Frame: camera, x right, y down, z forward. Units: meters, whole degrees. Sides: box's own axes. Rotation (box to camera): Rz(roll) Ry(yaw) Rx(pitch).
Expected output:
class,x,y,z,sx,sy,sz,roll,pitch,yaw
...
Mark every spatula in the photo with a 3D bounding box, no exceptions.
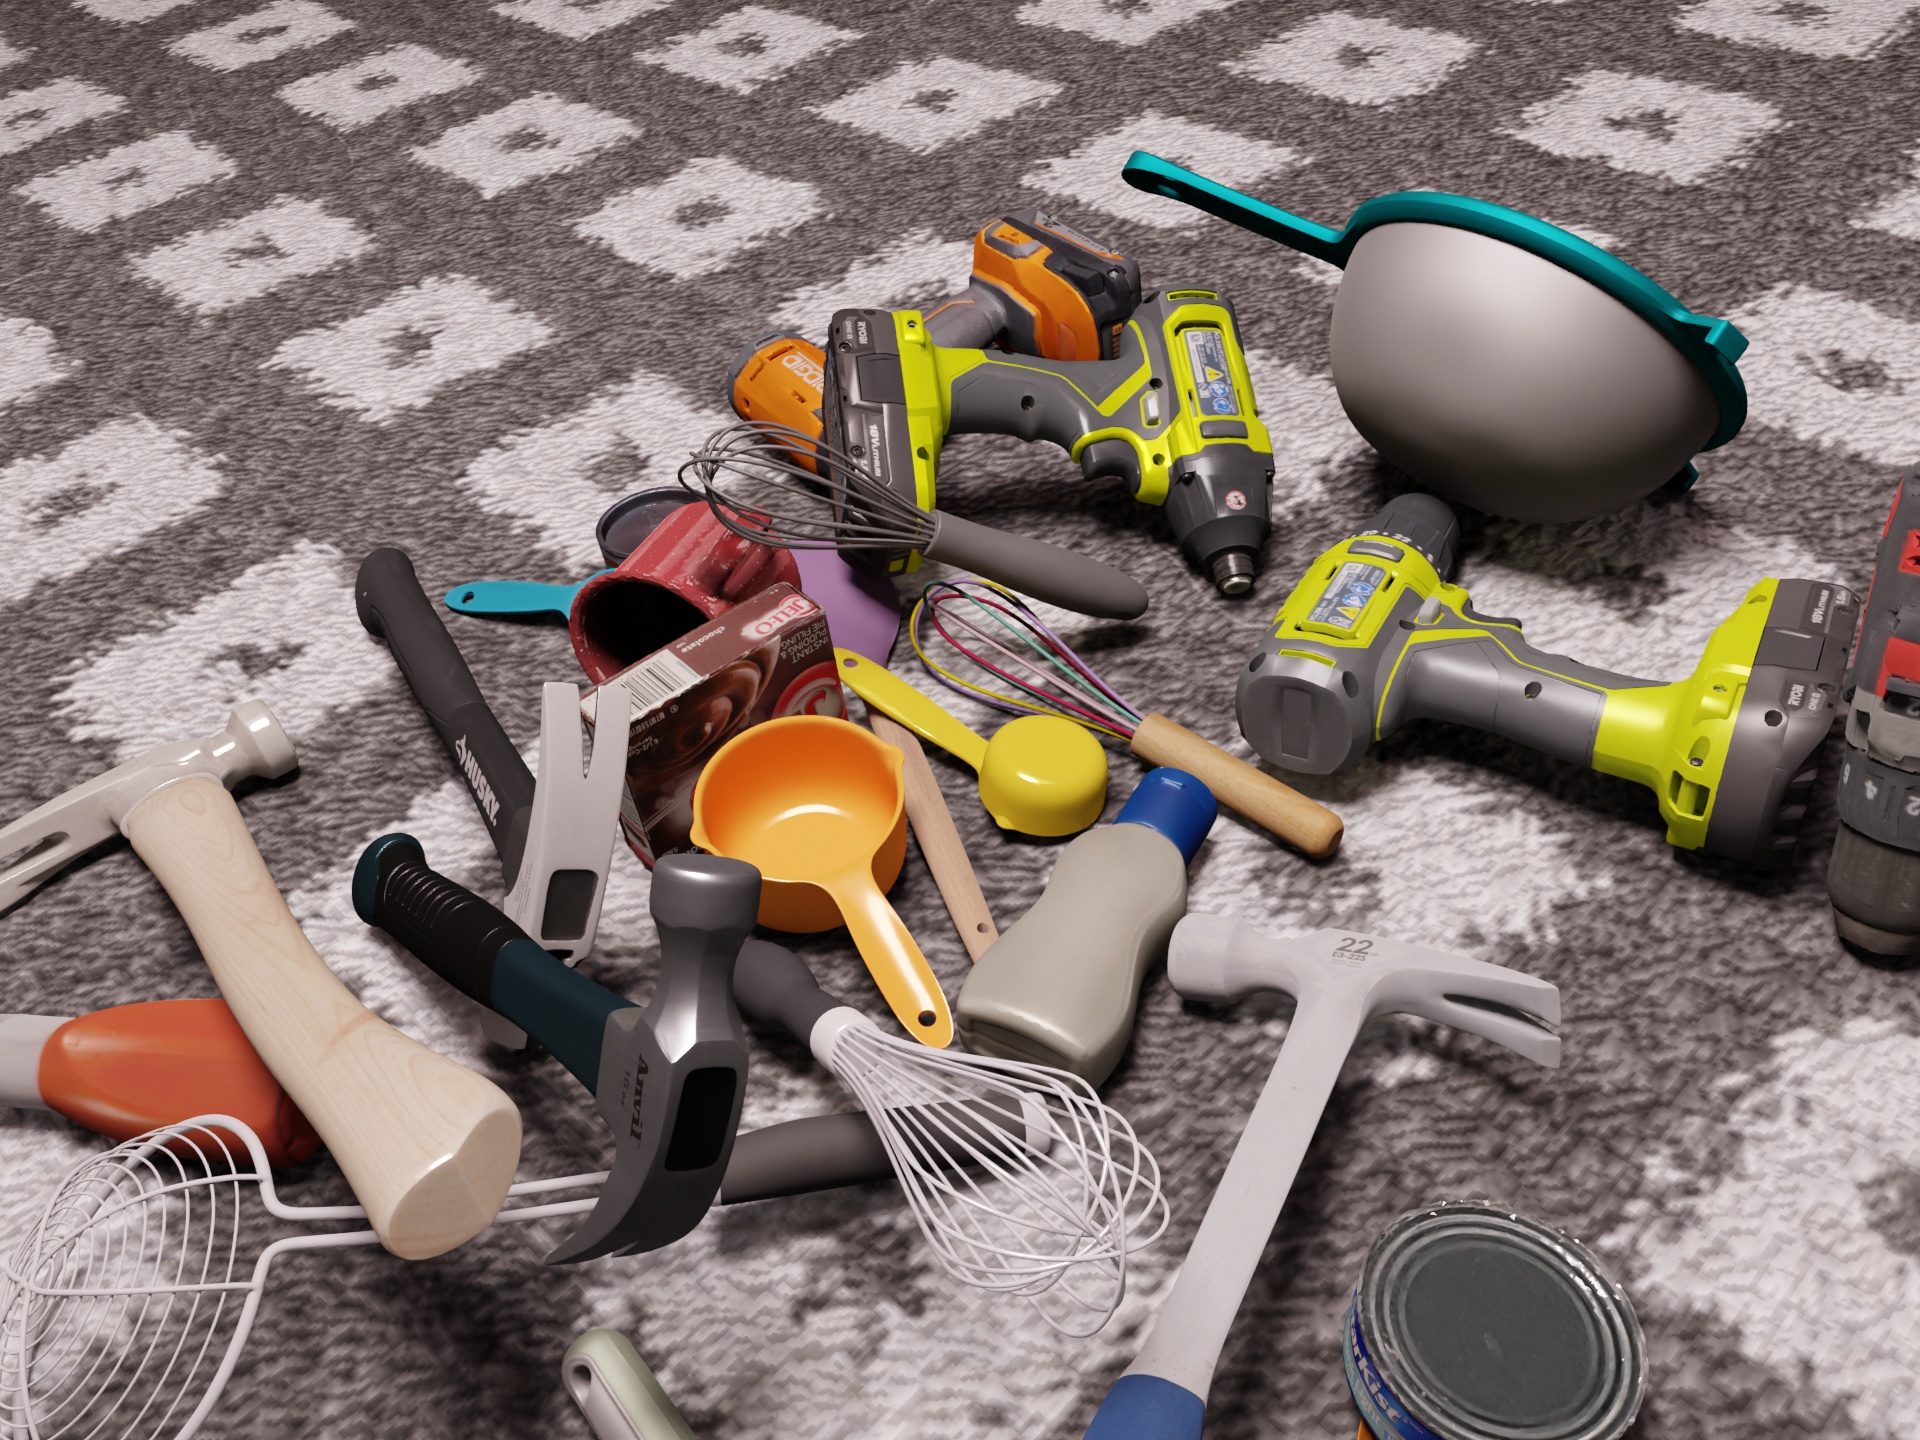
class,x,y,z,sx,sy,sz,roll,pitch,yaw
spatula,-0.032,-0.001,0.752,0.059,0.018,0.316,-6,40,-17

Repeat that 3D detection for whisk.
class,x,y,z,sx,sy,sz,roll,pitch,yaw
whisk,0.069,-0.007,0.727,0.245,0.051,0.047,31,49,31
whisk,-0.015,-0.084,0.732,0.238,0.055,0.055,16,36,-24
whisk,-0.052,0.261,0.449,0.059,0.057,0.247,3,23,-44
whisk,-0.024,0.117,0.530,0.070,0.070,0.285,-28,20,-21

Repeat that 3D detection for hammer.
class,x,y,z,sx,sy,sz,roll,pitch,yaw
hammer,-0.228,-0.008,0.728,0.035,0.146,0.335,5,24,-34
hammer,0.065,0.182,0.445,0.144,0.035,0.405,3,29,29
hammer,-0.159,0.086,0.557,0.033,0.128,0.331,5,3,-34
hammer,-0.276,0.089,0.601,0.146,0.038,0.411,-32,33,-25

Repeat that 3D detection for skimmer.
class,x,y,z,sx,sy,sz,roll,pitch,yaw
skimmer,-0.149,0.182,0.561,0.363,0.090,0.127,-5,48,-13

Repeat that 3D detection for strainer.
class,x,y,z,sx,sy,sz,roll,pitch,yaw
strainer,0.208,-0.188,0.799,0.340,0.211,0.095,31,91,21

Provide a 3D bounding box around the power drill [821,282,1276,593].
class,x,y,z,sx,sy,sz,roll,pitch,yaw
power drill,0.047,-0.140,0.815,0.223,0.080,0.171,-3,67,-10

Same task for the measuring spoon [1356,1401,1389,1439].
class,x,y,z,sx,sy,sz,roll,pitch,yaw
measuring spoon,0.128,0.230,0.483,0.021,0.011,0.117,17,44,17

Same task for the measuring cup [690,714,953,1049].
class,x,y,z,sx,sy,sz,roll,pitch,yaw
measuring cup,-0.046,0.075,0.650,0.095,0.052,0.174,-23,54,-16

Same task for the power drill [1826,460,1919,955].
class,x,y,z,sx,sy,sz,roll,pitch,yaw
power drill,0.412,-0.022,0.621,0.226,0.187,0.080,-18,29,-38

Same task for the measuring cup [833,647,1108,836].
class,x,y,z,sx,sy,sz,roll,pitch,yaw
measuring cup,-0.001,-0.002,0.720,0.157,0.029,0.062,32,46,23

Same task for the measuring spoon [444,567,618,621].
class,x,y,z,sx,sy,sz,roll,pitch,yaw
measuring spoon,-0.221,-0.060,0.850,0.129,0.021,0.042,4,59,25

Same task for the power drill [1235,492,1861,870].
class,x,y,z,sx,sy,sz,roll,pitch,yaw
power drill,0.257,-0.031,0.700,0.229,0.080,0.191,15,41,27

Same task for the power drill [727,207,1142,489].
class,x,y,z,sx,sy,sz,roll,pitch,yaw
power drill,-0.002,-0.204,0.928,0.226,0.084,0.164,-31,49,-19
